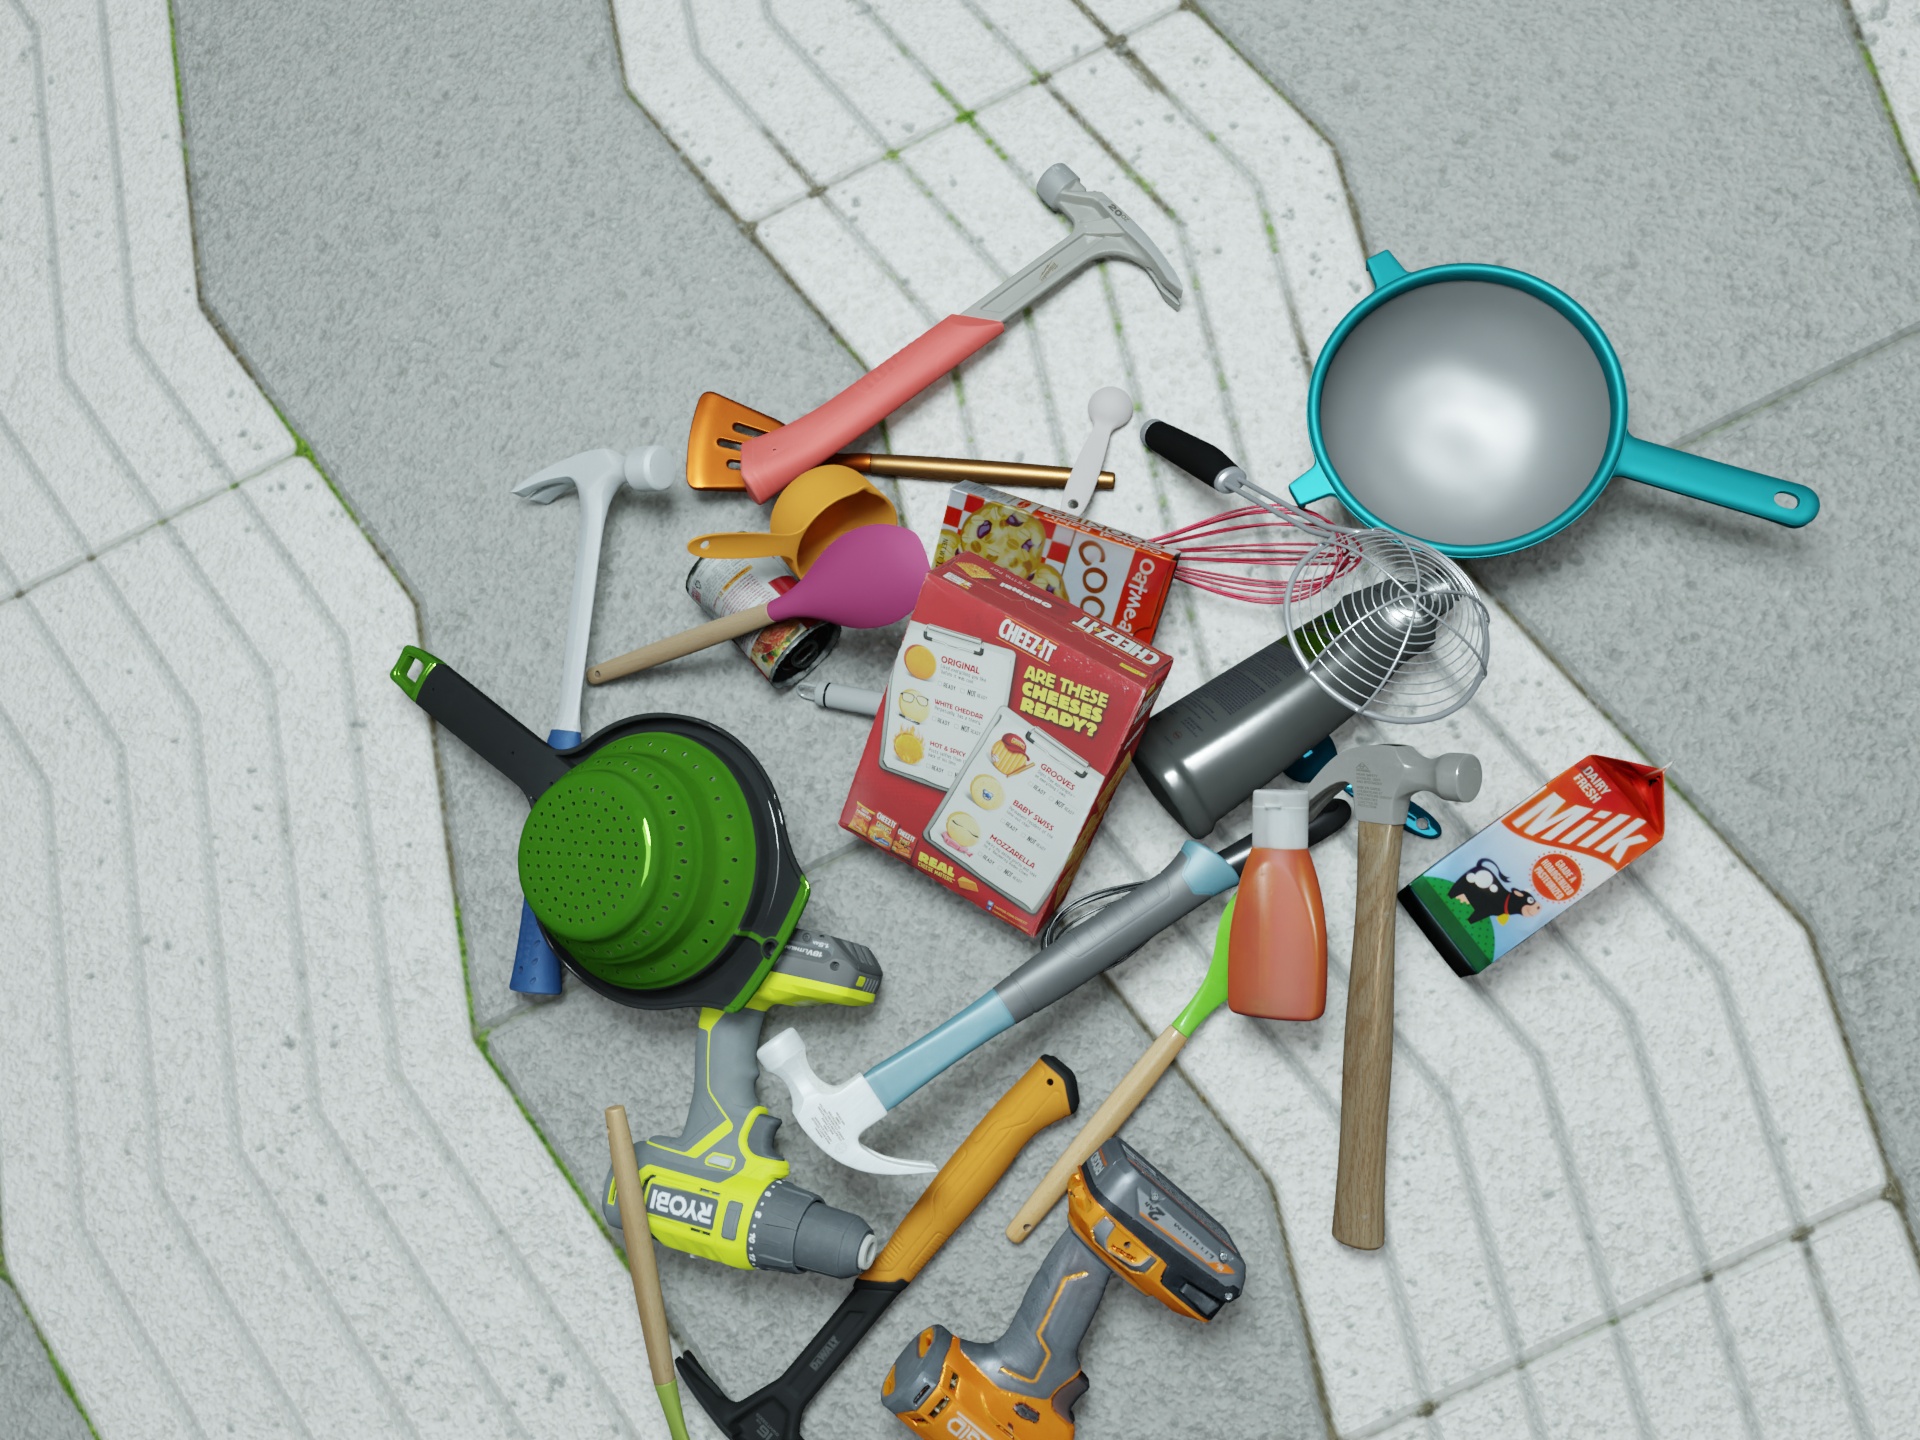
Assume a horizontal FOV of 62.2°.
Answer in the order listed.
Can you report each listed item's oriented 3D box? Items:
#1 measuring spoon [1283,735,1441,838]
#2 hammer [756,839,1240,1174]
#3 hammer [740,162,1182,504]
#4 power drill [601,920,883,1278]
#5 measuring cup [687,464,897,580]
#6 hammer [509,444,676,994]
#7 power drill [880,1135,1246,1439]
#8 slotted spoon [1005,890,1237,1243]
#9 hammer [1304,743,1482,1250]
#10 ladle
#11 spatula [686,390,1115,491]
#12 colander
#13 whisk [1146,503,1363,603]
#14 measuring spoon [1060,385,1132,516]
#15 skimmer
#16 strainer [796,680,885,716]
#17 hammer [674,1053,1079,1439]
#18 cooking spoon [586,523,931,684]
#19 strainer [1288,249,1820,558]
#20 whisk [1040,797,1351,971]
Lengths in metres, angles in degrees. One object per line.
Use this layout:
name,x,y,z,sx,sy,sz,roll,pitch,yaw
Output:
measuring spoon,0.280,0.044,1.114,0.129,0.021,0.042,32,84,14
hammer,0.039,0.179,1.047,0.331,0.033,0.128,-32,87,-9
hammer,-0.010,-0.271,1.194,0.359,0.036,0.149,-38,75,-9
power drill,-0.130,0.257,1.087,0.190,0.080,0.228,8,79,21
measuring cup,-0.129,-0.140,1.141,0.052,0.173,0.095,49,130,36
hammer,-0.296,-0.003,1.185,0.144,0.035,0.405,1,82,33
power drill,0.080,0.405,1.034,0.164,0.084,0.226,41,90,-3
slotted spoon,0.135,0.234,1.089,0.070,0.031,0.314,40,89,-18
hammer,0.267,0.180,1.043,0.130,0.031,0.331,6,95,48
ladle,-0.211,0.414,1.048,0.062,0.078,0.320,-12,93,-37
spatula,-0.045,-0.196,1.202,0.322,0.041,0.081,5,77,8
colander,-0.287,0.051,1.095,0.397,0.094,0.204,33,97,24
whisk,0.139,-0.120,1.152,0.296,0.073,0.073,1,78,14
measuring spoon,0.099,-0.200,1.180,0.034,0.018,0.124,18,67,8
skimmer,0.209,-0.114,1.054,0.127,0.364,0.090,-16,120,-15
strainer,-0.002,-0.004,1.151,0.258,0.086,0.050,10,47,18
hammer,-0.044,0.360,1.088,0.127,0.034,0.337,40,86,13
cooking spoon,-0.152,-0.070,1.131,0.319,0.017,0.069,-16,95,32
strainer,0.408,-0.185,1.109,0.340,0.095,0.211,19,83,10
whisk,0.165,0.112,1.105,0.239,0.055,0.055,-26,76,-2
